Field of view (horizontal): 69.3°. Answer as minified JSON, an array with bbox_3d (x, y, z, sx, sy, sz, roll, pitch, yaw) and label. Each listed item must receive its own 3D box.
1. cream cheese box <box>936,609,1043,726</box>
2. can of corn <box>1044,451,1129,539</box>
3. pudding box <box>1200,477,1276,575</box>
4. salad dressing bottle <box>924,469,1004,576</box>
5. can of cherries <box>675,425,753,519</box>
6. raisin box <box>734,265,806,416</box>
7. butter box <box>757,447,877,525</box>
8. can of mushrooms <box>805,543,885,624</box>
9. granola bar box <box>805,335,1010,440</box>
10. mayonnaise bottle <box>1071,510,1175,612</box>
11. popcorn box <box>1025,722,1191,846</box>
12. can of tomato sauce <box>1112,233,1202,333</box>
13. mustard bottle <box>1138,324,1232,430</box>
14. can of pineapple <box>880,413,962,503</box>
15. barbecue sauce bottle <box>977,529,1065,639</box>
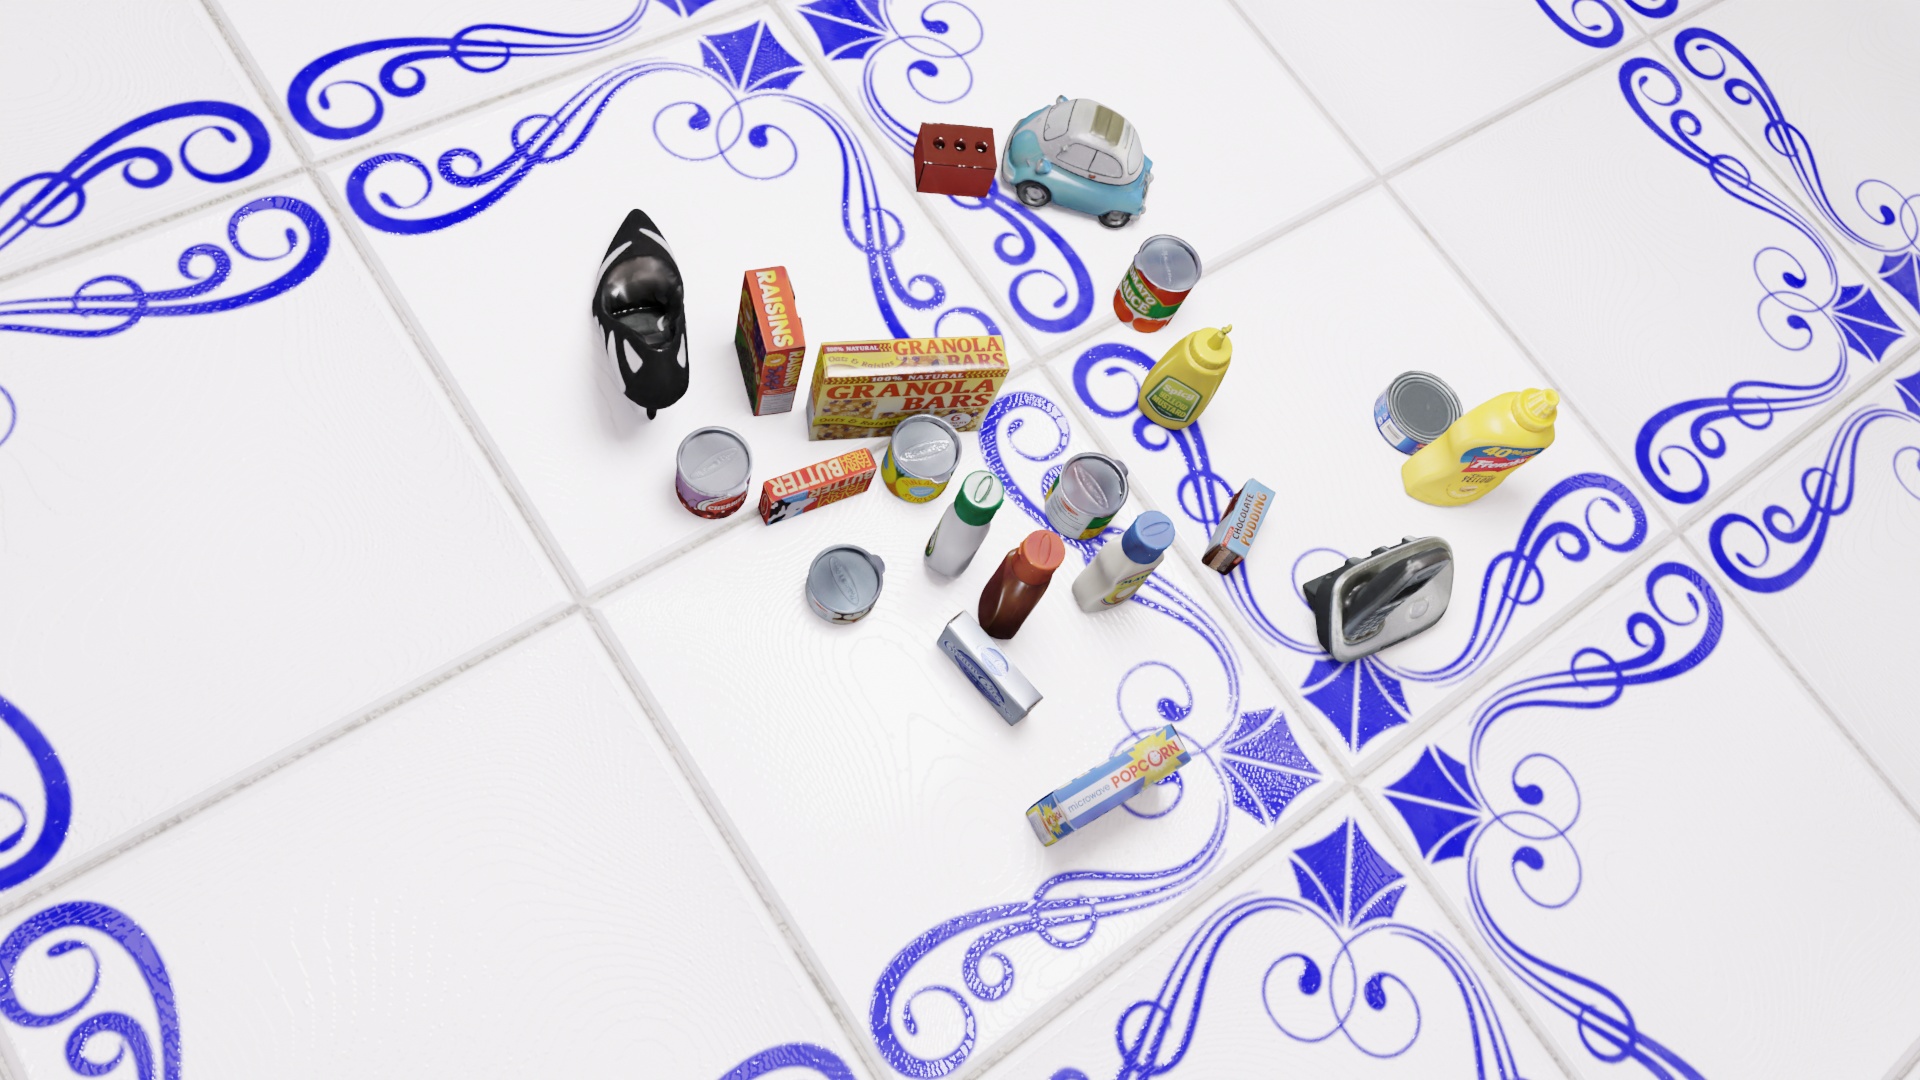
[{"bbox_3d":[0.024,0.112,1.211,0.024,0.053,0.104,-38,80,-24],"label":"cream cheese box"},{"bbox_3d":[0.119,-0.042,1.297,0.071,0.058,0.071,5,66,-11],"label":"can of corn"},{"bbox_3d":[0.265,-0.014,1.325,0.030,0.049,0.084,30,64,0],"label":"pudding box"},{"bbox_3d":[0.004,-0.015,1.209,0.044,0.147,0.064,29,64,0],"label":"salad dressing bottle"},{"bbox_3d":[-0.216,-0.057,1.223,0.071,0.058,0.072,5,66,-11],"label":"can of cherries"},{"bbox_3d":[-0.172,-0.178,1.250,0.040,0.123,0.086,-10,70,-17],"label":"raisin box"},{"bbox_3d":[-0.128,-0.049,1.244,0.104,0.053,0.024,-20,74,-20],"label":"butter box"},{"bbox_3d":[-0.101,0.038,1.224,0.071,0.033,0.071,5,66,-11],"label":"can of mushrooms"},{"bbox_3d":[-0.052,-0.138,1.261,0.166,0.123,0.039,-5,69,-15],"label":"granola bar box"},{"bbox_3d":[0.147,0.019,1.228,0.065,0.147,0.041,-18,73,-20],"label":"mayonnaise bottle"},{"bbox_3d":[0.124,0.208,1.176,0.127,0.085,0.038,-26,76,-22],"label":"popcorn box"},{"bbox_3d":[0.194,-0.256,1.394,0.071,0.082,0.071,5,67,-11],"label":"can of tomato sauce"},{"bbox_3d":[0.220,-0.162,1.316,0.065,0.159,0.049,30,64,0],"label":"mustard bottle"},{"bbox_3d":[-0.036,-0.073,1.273,0.071,0.057,0.071,5,66,-11],"label":"can of pineapple"},{"bbox_3d":[0.052,0.035,1.198,0.044,0.148,0.065,14,65,-7],"label":"barbecue sauce bottle"}]
